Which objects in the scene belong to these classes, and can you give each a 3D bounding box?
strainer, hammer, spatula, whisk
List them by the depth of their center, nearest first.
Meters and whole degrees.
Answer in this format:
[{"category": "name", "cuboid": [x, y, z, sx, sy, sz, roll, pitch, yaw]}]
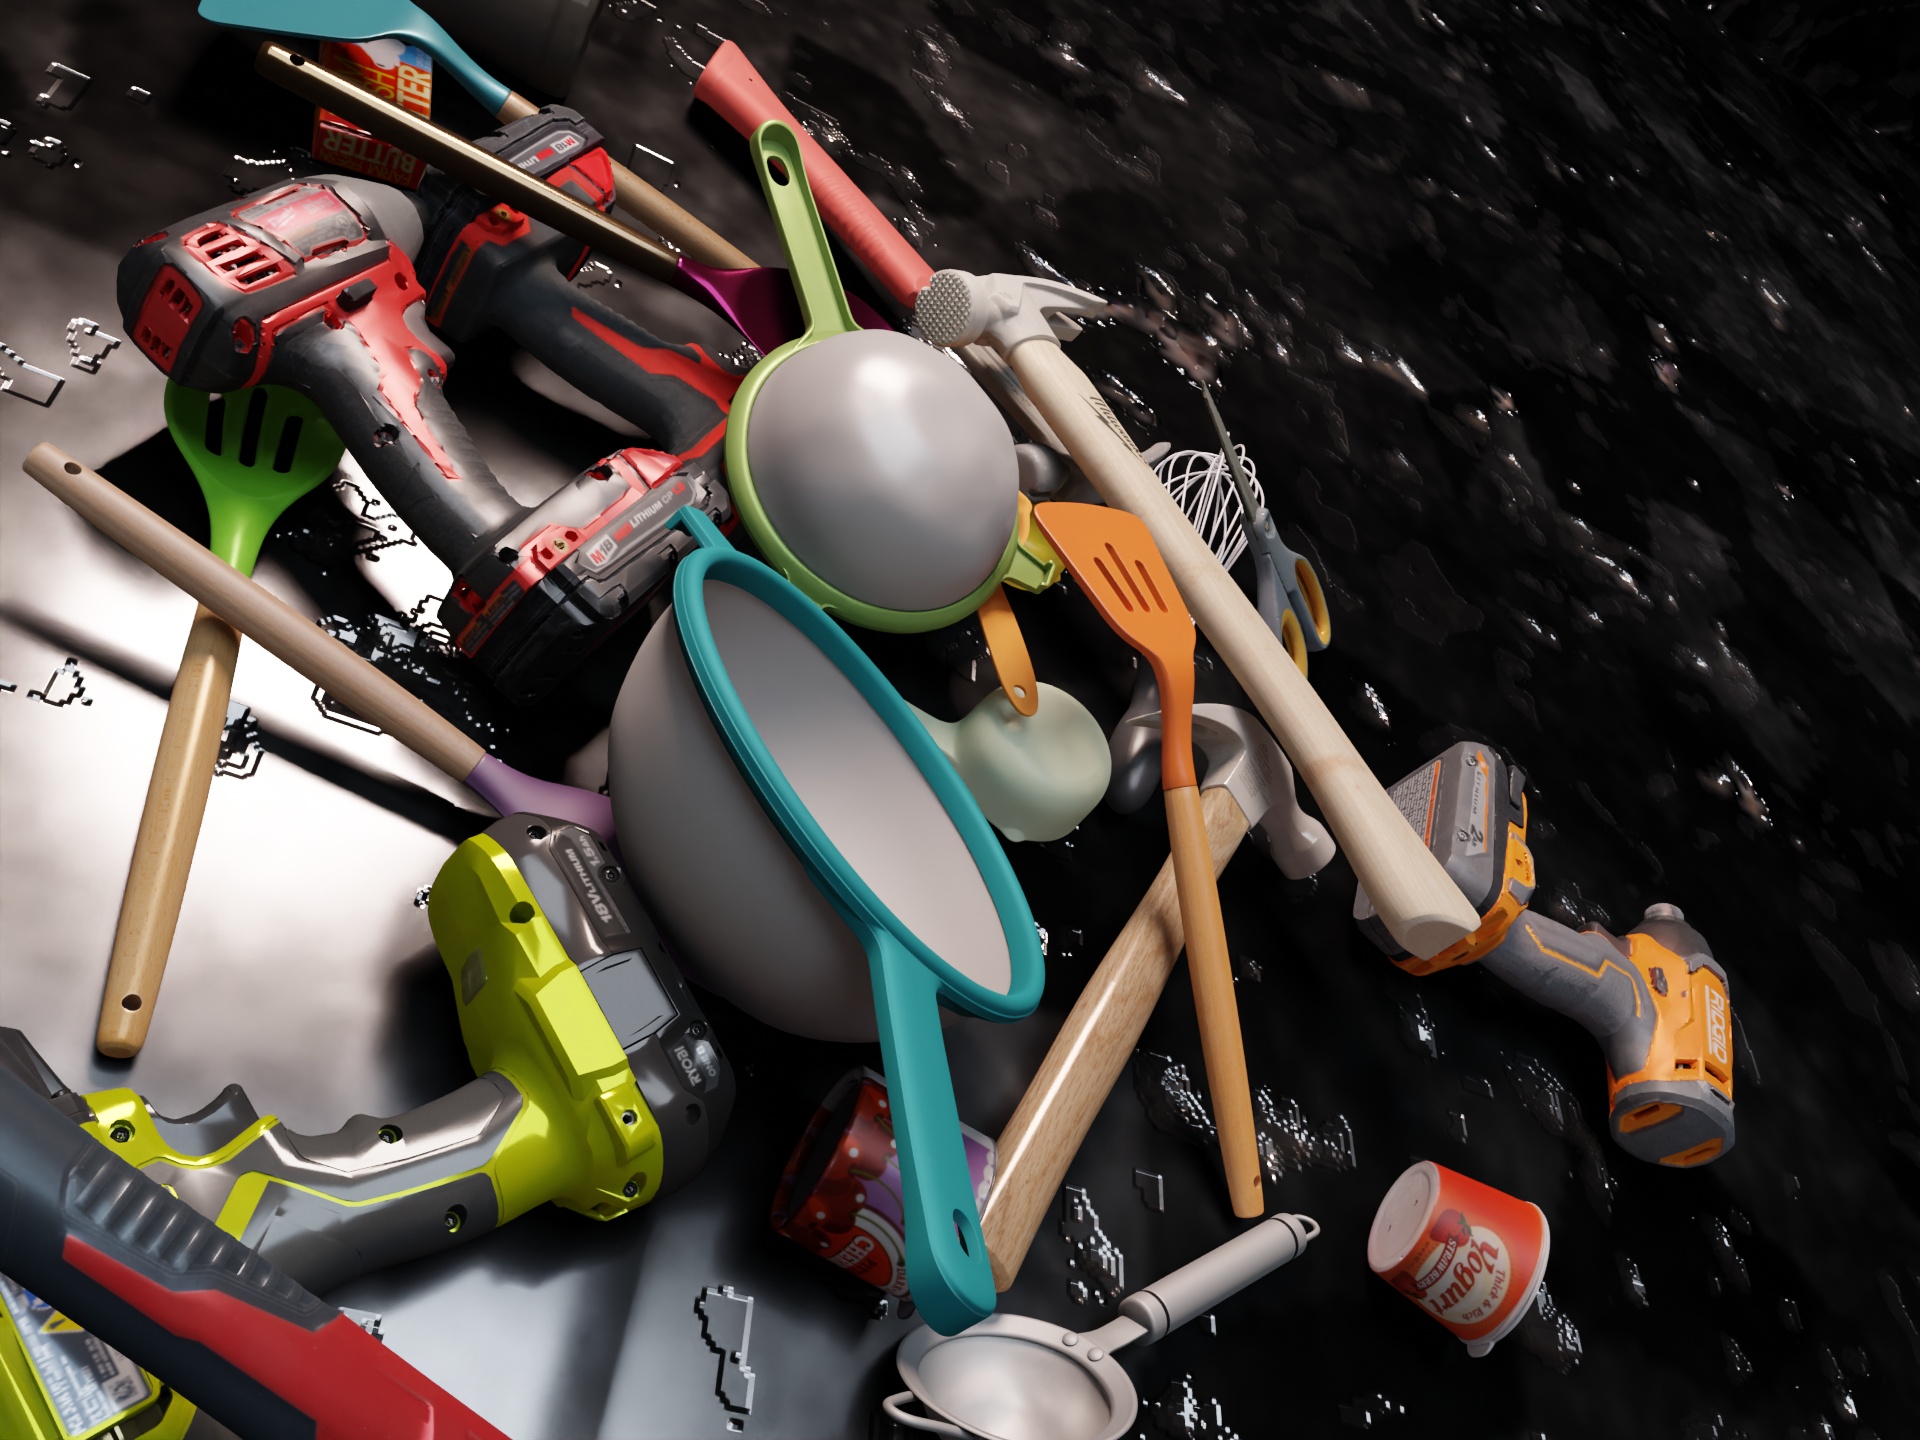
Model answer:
[{"category": "hammer", "cuboid": [-0.171, 0.183, 0.397, 0.386, 0.038, 0.143, 46, 56, -18]}, {"category": "strainer", "cuboid": [-0.055, 0.079, 0.549, 0.210, 0.095, 0.341, 47, 15, -31]}, {"category": "spatula", "cuboid": [-0.203, 0.001, 0.597, 0.315, 0.018, 0.060, 38, 38, -16]}, {"category": "strainer", "cuboid": [0.066, 0.235, 0.610, 0.087, 0.050, 0.258, 17, 18, 42]}, {"category": "spatula", "cuboid": [0.094, 0.055, 0.705, 0.081, 0.041, 0.323, -3, 82, -47]}, {"category": "hammer", "cuboid": [0.078, 0.108, 0.707, 0.130, 0.031, 0.331, 55, 45, -16]}, {"category": "strainer", "cuboid": [-0.040, -0.169, 0.718, 0.151, 0.069, 0.256, -12, 80, -34]}, {"category": "hammer", "cuboid": [0.131, -0.064, 0.808, 0.146, 0.038, 0.411, -14, 67, -53]}, {"category": "spatula", "cuboid": [-0.216, -0.292, 0.812, 0.317, 0.044, 0.082, 30, 41, -29]}, {"category": "whisk", "cuboid": [0.118, -0.058, 0.871, 0.070, 0.070, 0.285, 31, 50, -12]}, {"category": "hammer", "cuboid": [-0.030, -0.262, 0.919, 0.359, 0.036, 0.149, 50, 34, 14]}]

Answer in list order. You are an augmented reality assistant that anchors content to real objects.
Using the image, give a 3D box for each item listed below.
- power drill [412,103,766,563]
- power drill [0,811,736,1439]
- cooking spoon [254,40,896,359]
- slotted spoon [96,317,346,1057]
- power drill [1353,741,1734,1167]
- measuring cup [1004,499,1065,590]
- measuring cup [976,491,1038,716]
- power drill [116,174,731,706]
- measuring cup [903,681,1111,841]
[{"category": "power drill", "cuboid": [-0.138, -0.188, 0.774, 0.226, 0.080, 0.188, 41, 43, -5]}, {"category": "power drill", "cuboid": [-0.196, 0.120, 0.483, 0.223, 0.080, 0.171, -23, 78, -41]}, {"category": "cooking spoon", "cuboid": [-0.153, -0.215, 0.714, 0.318, 0.017, 0.069, 23, 61, -27]}, {"category": "slotted spoon", "cuboid": [-0.276, -0.027, 0.583, 0.070, 0.031, 0.314, 16, 51, -29]}, {"category": "power drill", "cuboid": [0.326, 0.115, 0.863, 0.226, 0.084, 0.164, 38, 43, -11]}, {"category": "measuring cup", "cuboid": [0.048, -0.134, 0.893, 0.062, 0.029, 0.157, 31, 46, -11]}, {"category": "measuring cup", "cuboid": [-0.003, -0.063, 0.783, 0.095, 0.052, 0.174, 1, 56, -33]}, {"category": "power drill", "cuboid": [-0.209, -0.126, 0.646, 0.219, 0.078, 0.143, 45, 40, -8]}, {"category": "measuring cup", "cuboid": [-0.001, -0.002, 0.748, 0.167, 0.038, 0.083, 26, 46, -19]}]
